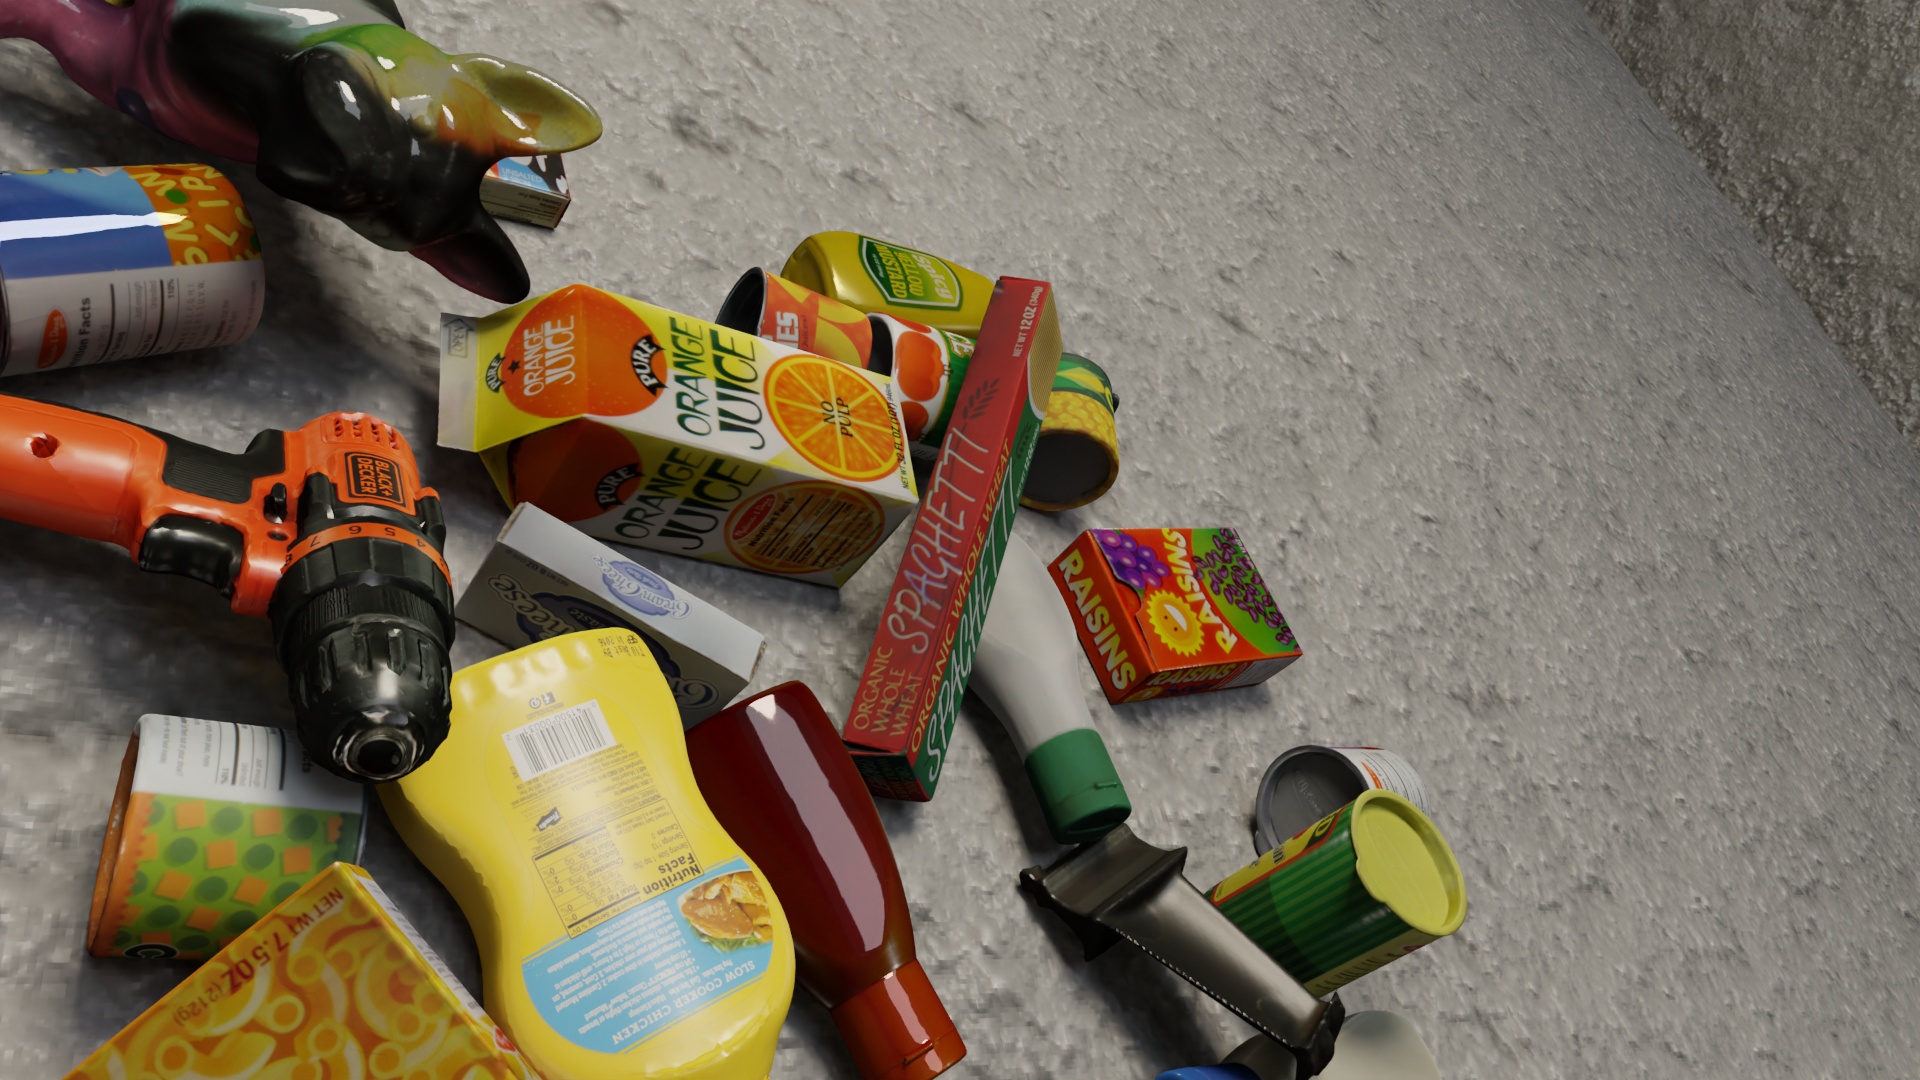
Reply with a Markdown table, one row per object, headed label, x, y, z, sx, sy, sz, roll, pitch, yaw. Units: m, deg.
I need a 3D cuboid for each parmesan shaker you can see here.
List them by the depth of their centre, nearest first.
| label | x | y | z | sx | sy | sz | roll | pitch | yaw |
| --- | --- | --- | --- | --- | --- | --- | --- | --- | --- |
| parmesan shaker | 0.159 | 0.163 | 0.615 | 0.071 | 0.102 | 0.072 | 24 | 42 | -24 |

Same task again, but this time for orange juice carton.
| label | x | y | z | sx | sy | sz | roll | pitch | yaw |
| --- | --- | --- | --- | --- | --- | --- | --- | --- | --- |
| orange juice carton | -0.119 | -0.044 | 0.578 | 0.193 | 0.072 | 0.072 | 14 | 48 | -32 |

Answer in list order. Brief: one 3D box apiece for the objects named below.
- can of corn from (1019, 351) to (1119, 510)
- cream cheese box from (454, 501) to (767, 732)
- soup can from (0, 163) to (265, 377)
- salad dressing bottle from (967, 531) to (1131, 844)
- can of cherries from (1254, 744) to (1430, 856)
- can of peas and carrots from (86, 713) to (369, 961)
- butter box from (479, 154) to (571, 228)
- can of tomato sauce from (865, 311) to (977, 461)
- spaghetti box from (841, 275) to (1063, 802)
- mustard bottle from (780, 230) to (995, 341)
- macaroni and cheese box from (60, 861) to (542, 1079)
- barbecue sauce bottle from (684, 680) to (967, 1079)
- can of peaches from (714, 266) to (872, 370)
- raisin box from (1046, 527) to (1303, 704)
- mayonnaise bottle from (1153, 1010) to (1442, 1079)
| label | x | y | z | sx | sy | sz | roll | pitch | yaw |
| --- | --- | --- | --- | --- | --- | --- | --- | --- | --- |
| can of corn | 0.053 | -0.057 | 0.746 | 0.071 | 0.071 | 0.058 | 23 | 44 | -25 |
| cream cheese box | -0.130 | 0.032 | 0.517 | 0.104 | 0.053 | 0.024 | 32 | 42 | -16 |
| soup can | -0.296 | -0.096 | 0.474 | 0.084 | 0.071 | 0.071 | -23 | 73 | -50 |
| salad dressing bottle | 0.031 | 0.064 | 0.628 | 0.064 | 0.043 | 0.148 | 0 | 51 | -33 |
| can of cherries | 0.189 | 0.137 | 0.694 | 0.058 | 0.071 | 0.072 | 9 | 50 | -44 |
| can of peas and carrots | -0.207 | 0.087 | 0.392 | 0.059 | 0.070 | 0.071 | 14 | 48 | -32 |
| butter box | -0.234 | -0.180 | 0.637 | 0.103 | 0.024 | 0.053 | 6 | 53 | -38 |
| can of tomato sauce | -0.015 | -0.076 | 0.702 | 0.083 | 0.071 | 0.071 | 12 | 49 | -34 |
| spaghetti box | 0.002 | -0.008 | 0.614 | 0.029 | 0.050 | 0.251 | 7 | 59 | 18 |
| mustard bottle | -0.020 | -0.128 | 0.760 | 0.160 | 0.048 | 0.065 | 0 | 57 | -41 |
| macaroni and cheese box | -0.147 | 0.183 | 0.336 | 0.124 | 0.040 | 0.166 | -40 | 86 | -20 |
| barbecue sauce bottle | -0.050 | 0.128 | 0.505 | 0.065 | 0.043 | 0.149 | -26 | 74 | -20 |
| can of peaches | -0.081 | -0.086 | 0.653 | 0.058 | 0.071 | 0.071 | 20 | 45 | -29 |
| raisin box | 0.115 | 0.038 | 0.739 | 0.123 | 0.040 | 0.086 | -1 | 58 | -41 |
| mayonnaise bottle | 0.143 | 0.236 | 0.586 | 0.148 | 0.041 | 0.065 | 9 | 49 | -34 |
